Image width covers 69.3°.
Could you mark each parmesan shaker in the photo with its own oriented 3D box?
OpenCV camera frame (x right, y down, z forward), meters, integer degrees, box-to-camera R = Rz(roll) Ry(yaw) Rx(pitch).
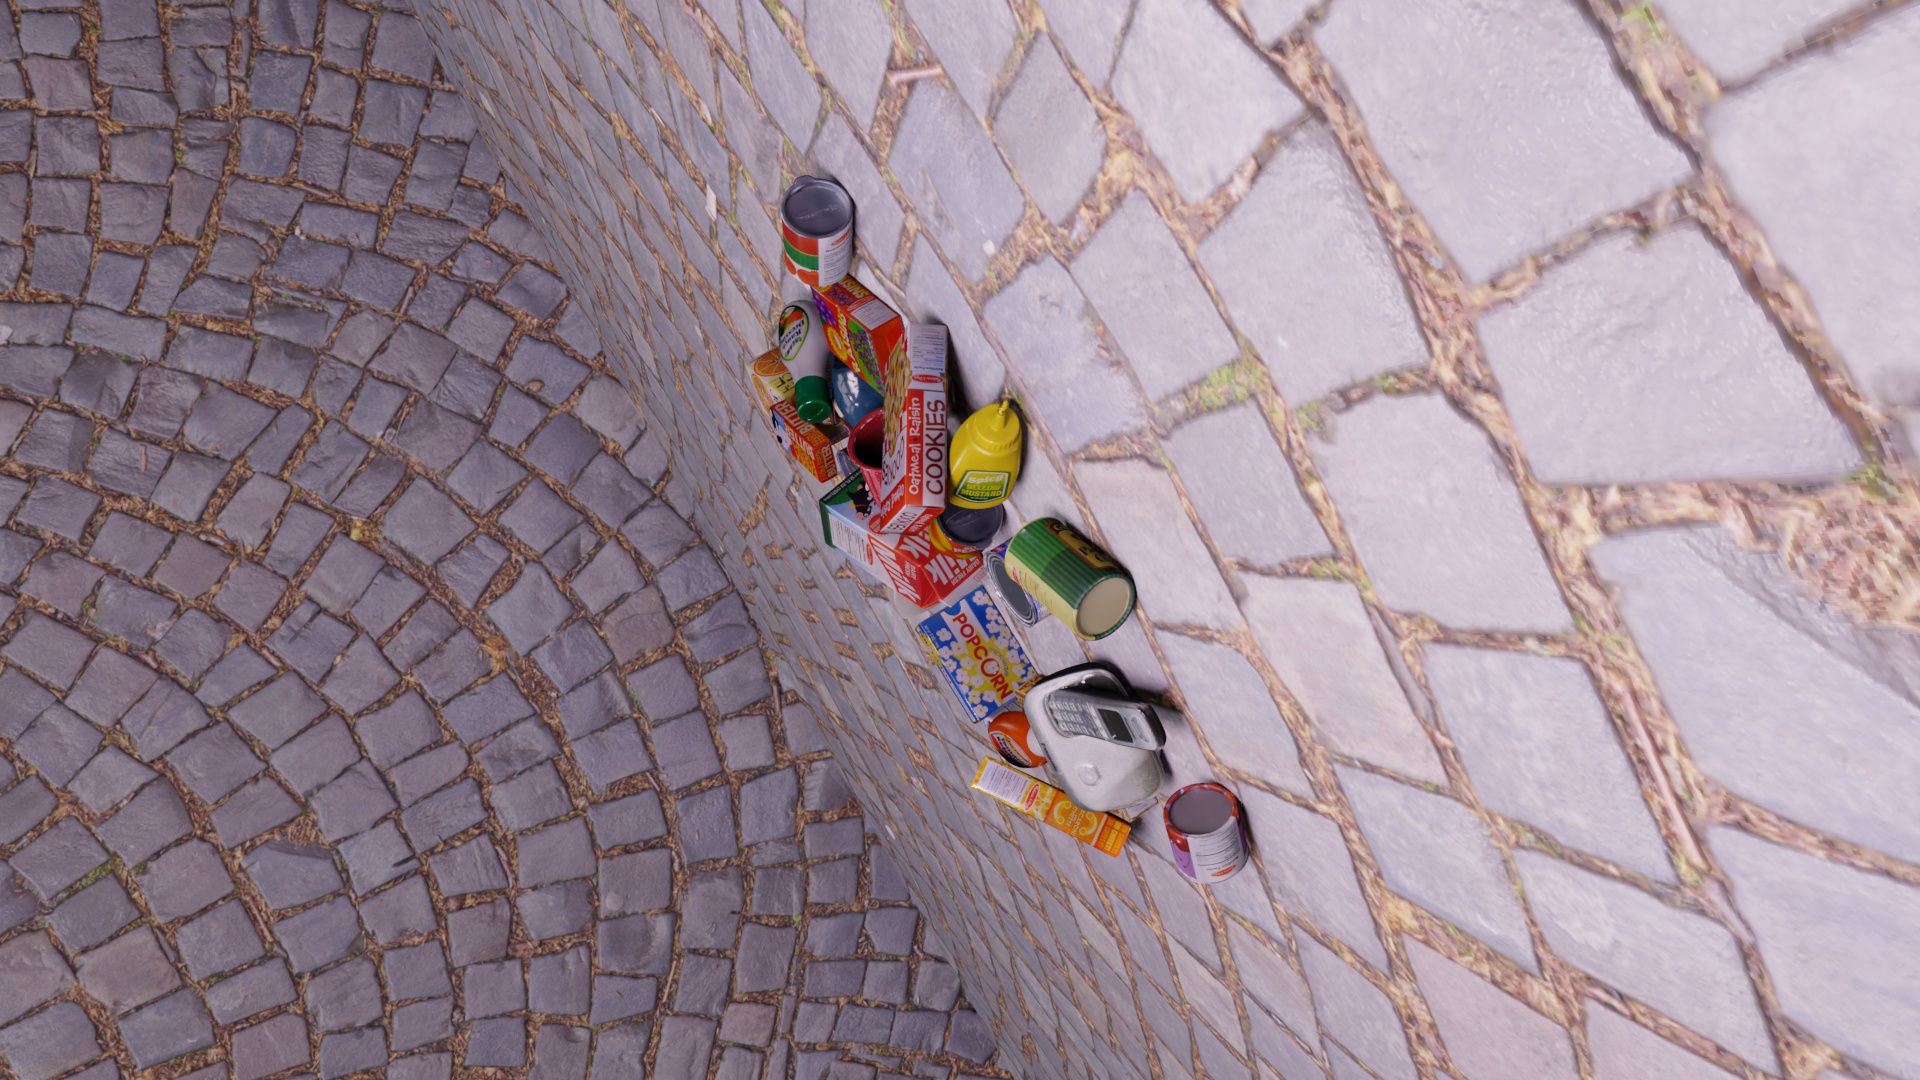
[{"bbox_3d":[0.094,0.034,1.183,0.103,0.071,0.071,41,156,46],"label":"parmesan shaker"}]

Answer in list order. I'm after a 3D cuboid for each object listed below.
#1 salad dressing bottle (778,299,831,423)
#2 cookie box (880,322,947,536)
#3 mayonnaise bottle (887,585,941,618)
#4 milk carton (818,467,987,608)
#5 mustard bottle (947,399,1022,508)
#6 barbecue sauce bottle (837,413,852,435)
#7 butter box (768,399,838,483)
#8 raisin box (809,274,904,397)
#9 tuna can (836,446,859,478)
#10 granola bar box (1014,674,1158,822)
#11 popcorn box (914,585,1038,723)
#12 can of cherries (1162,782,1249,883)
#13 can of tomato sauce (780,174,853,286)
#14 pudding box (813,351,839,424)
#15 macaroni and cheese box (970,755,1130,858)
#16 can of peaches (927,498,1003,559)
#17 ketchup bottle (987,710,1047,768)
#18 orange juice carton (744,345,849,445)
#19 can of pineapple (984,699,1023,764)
[{"bbox_3d":[-0.165,-0.193,1.495,0.044,0.064,0.148,23,-138,-39],"label":"salad dressing bottle"},{"bbox_3d":[-0.042,-0.097,1.263,0.122,0.040,0.167,140,132,-73],"label":"cookie box"},{"bbox_3d":[-0.070,0.017,1.654,0.041,0.065,0.147,36,147,62],"label":"mayonnaise bottle"},{"bbox_3d":[-0.059,0.005,1.495,0.191,0.073,0.073,33,146,28],"label":"milk carton"},{"bbox_3d":[0.023,-0.078,1.199,0.159,0.065,0.049,108,161,-66],"label":"mustard bottle"},{"bbox_3d":[-0.086,-0.087,1.547,0.148,0.044,0.065,65,166,-20],"label":"barbecue sauce bottle"},{"bbox_3d":[-0.175,-0.111,1.545,0.104,0.024,0.052,42,153,41],"label":"butter box"},{"bbox_3d":[-0.096,-0.206,1.380,0.124,0.040,0.085,43,157,42],"label":"raisin box"},{"bbox_3d":[-0.118,-0.087,1.662,0.071,0.033,0.070,52,162,25],"label":"tuna can"},{"bbox_3d":[0.127,0.213,1.443,0.124,0.039,0.165,64,163,-13],"label":"granola bar box"},{"bbox_3d":[0.019,0.126,1.530,0.127,0.085,0.038,58,164,4],"label":"popcorn box"},{"bbox_3d":[0.212,0.253,1.210,0.071,0.072,0.058,37,152,53],"label":"can of cherries"},{"bbox_3d":[-0.135,-0.289,1.301,0.071,0.071,0.082,55,164,16],"label":"can of tomato sauce"},{"bbox_3d":[-0.152,-0.176,1.546,0.049,0.030,0.084,88,-178,-59],"label":"pudding box"},{"bbox_3d":[0.095,0.281,1.478,0.166,0.040,0.123,25,172,6],"label":"macaroni and cheese box"},{"bbox_3d":[0.005,-0.017,1.355,0.071,0.071,0.058,57,164,8],"label":"can of peaches"},{"bbox_3d":[0.075,0.204,1.430,0.064,0.044,0.148,50,163,-3],"label":"ketchup bottle"},{"bbox_3d":[-0.177,-0.164,1.634,0.193,0.072,0.072,40,155,49],"label":"orange juice carton"},{"bbox_3d":[0.070,0.217,1.586,0.071,0.058,0.070,52,162,25],"label":"can of pineapple"}]
